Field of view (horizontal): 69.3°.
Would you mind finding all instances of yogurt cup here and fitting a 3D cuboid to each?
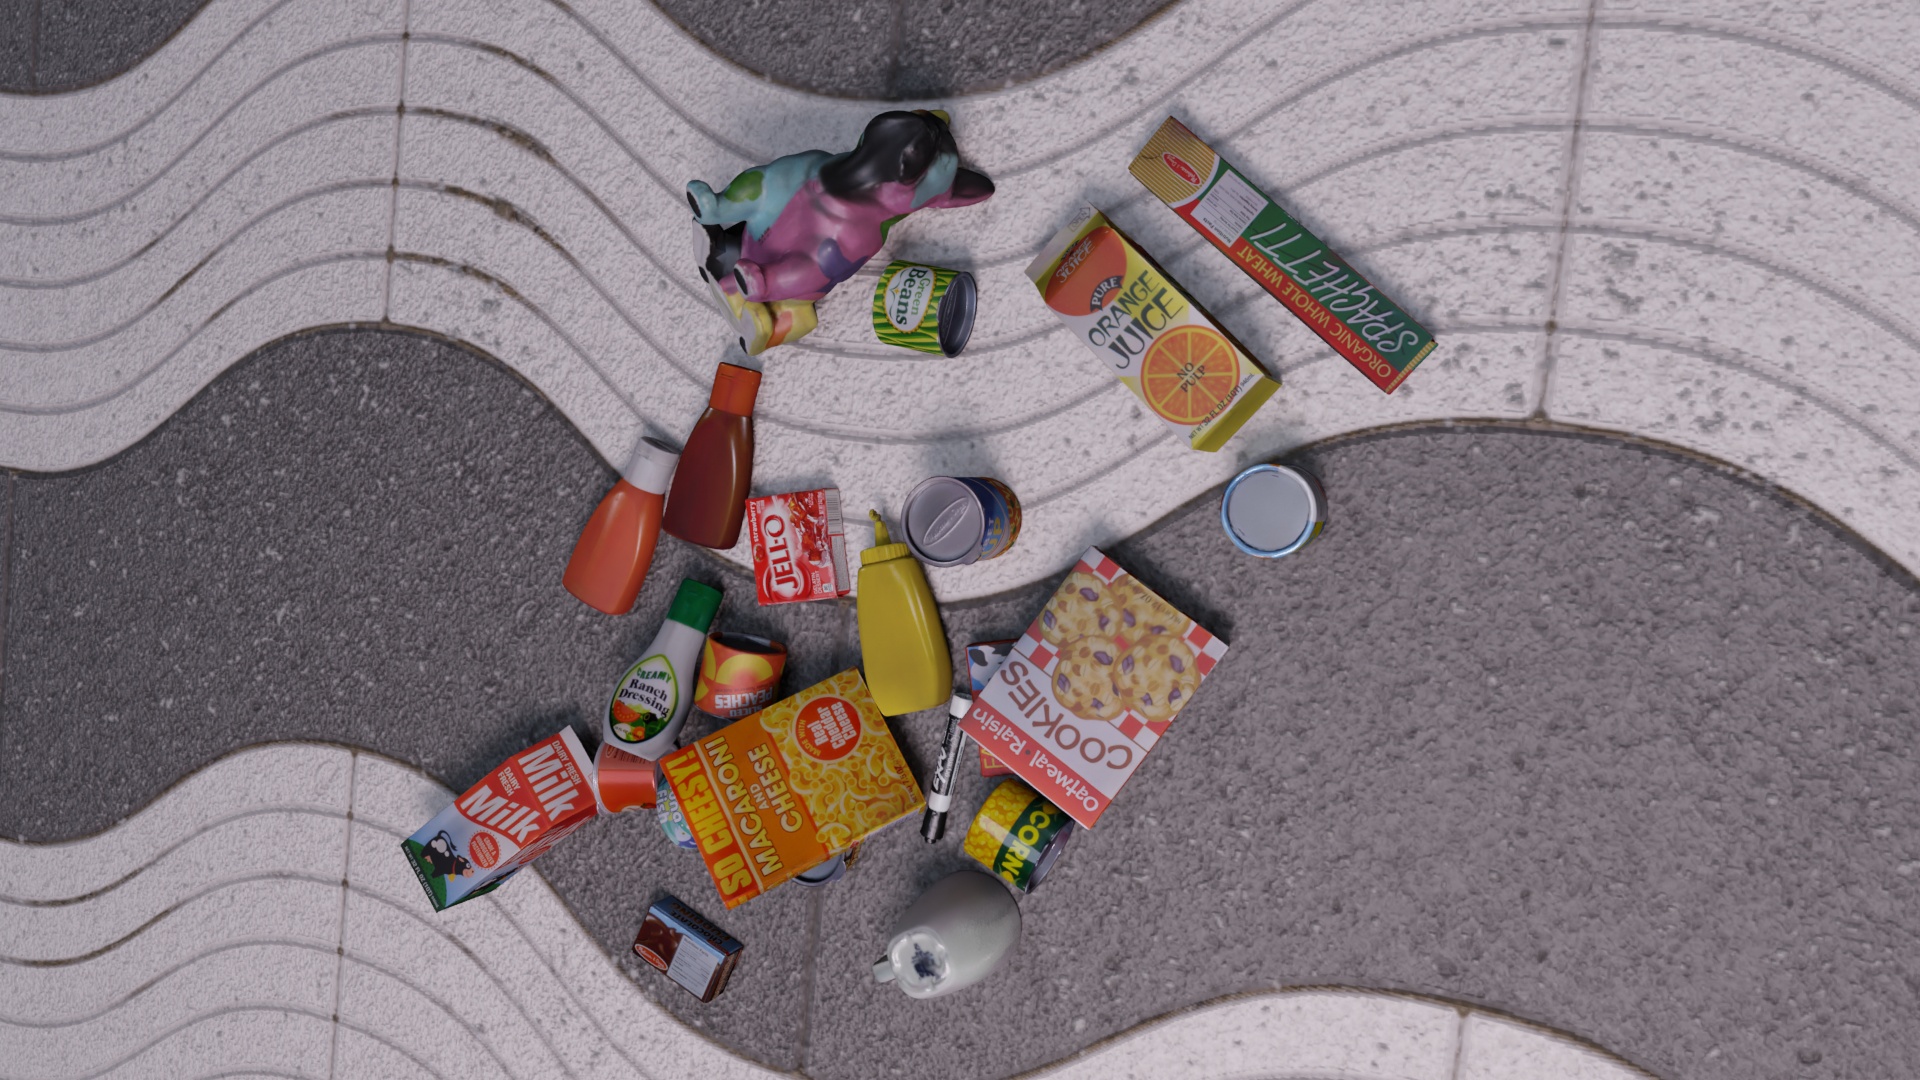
[{"bbox_3d":[-0.268,0.195,1.165,0.054,0.072,0.072,-2,91,14],"label":"yogurt cup"}]

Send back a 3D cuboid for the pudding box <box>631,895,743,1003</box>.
[{"bbox_3d":[-0.230,0.344,1.170,0.084,0.030,0.049,28,103,19],"label":"pudding box"}]

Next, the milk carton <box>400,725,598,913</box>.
[{"bbox_3d":[-0.386,0.239,1.206,0.190,0.073,0.072,-38,78,18],"label":"milk carton"}]

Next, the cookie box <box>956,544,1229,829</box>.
[{"bbox_3d":[0.096,0.106,1.011,0.123,0.040,0.167,37,96,10],"label":"cookie box"}]

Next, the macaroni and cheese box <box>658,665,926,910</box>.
[{"bbox_3d":[-0.128,0.189,1.066,0.167,0.040,0.124,-24,72,-14],"label":"macaroni and cheese box"}]

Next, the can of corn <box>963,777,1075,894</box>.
[{"bbox_3d":[0.043,0.219,1.035,0.058,0.071,0.071,31,103,19],"label":"can of corn"}]

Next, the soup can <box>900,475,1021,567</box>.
[{"bbox_3d":[0.004,-0.013,1.038,0.071,0.084,0.071,1,92,22],"label":"soup can"}]

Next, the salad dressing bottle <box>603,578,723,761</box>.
[{"bbox_3d":[-0.240,0.104,1.136,0.064,0.044,0.148,19,76,10],"label":"salad dressing bottle"}]

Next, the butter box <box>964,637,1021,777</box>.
[{"bbox_3d":[0.037,0.127,1.060,0.053,0.024,0.103,-8,89,21],"label":"butter box"}]

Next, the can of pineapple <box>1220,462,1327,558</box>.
[{"bbox_3d":[0.217,-0.020,0.966,0.071,0.058,0.071,1,92,22],"label":"can of pineapple"}]

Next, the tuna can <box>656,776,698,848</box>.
[{"bbox_3d":[-0.218,0.218,1.140,0.033,0.071,0.071,-22,84,22],"label":"tuna can"}]

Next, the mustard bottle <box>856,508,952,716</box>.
[{"bbox_3d":[-0.049,0.053,1.080,0.065,0.049,0.160,-12,86,18],"label":"mustard bottle"}]

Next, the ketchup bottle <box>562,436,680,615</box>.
[{"bbox_3d":[-0.282,-0.014,1.174,0.065,0.043,0.148,29,102,18],"label":"ketchup bottle"}]

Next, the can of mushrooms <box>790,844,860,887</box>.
[{"bbox_3d":[-0.114,0.244,1.119,0.071,0.033,0.071,0,91,22],"label":"can of mushrooms"}]

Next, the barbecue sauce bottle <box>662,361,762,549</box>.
[{"bbox_3d":[-0.198,-0.070,1.139,0.065,0.044,0.148,18,97,20],"label":"barbecue sauce bottle"}]

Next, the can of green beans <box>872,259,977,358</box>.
[{"bbox_3d":[-0.027,-0.176,1.055,0.058,0.071,0.071,15,97,21],"label":"can of green beans"}]

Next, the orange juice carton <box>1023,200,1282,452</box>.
[{"bbox_3d":[0.131,-0.154,0.989,0.193,0.073,0.071,47,107,15],"label":"orange juice carton"}]

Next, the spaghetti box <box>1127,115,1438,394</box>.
[{"bbox_3d":[0.224,-0.200,0.974,0.250,0.029,0.050,45,107,15],"label":"spaghetti box"}]

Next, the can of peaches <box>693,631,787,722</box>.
[{"bbox_3d":[-0.177,0.110,1.121,0.071,0.071,0.058,15,97,21],"label":"can of peaches"}]
